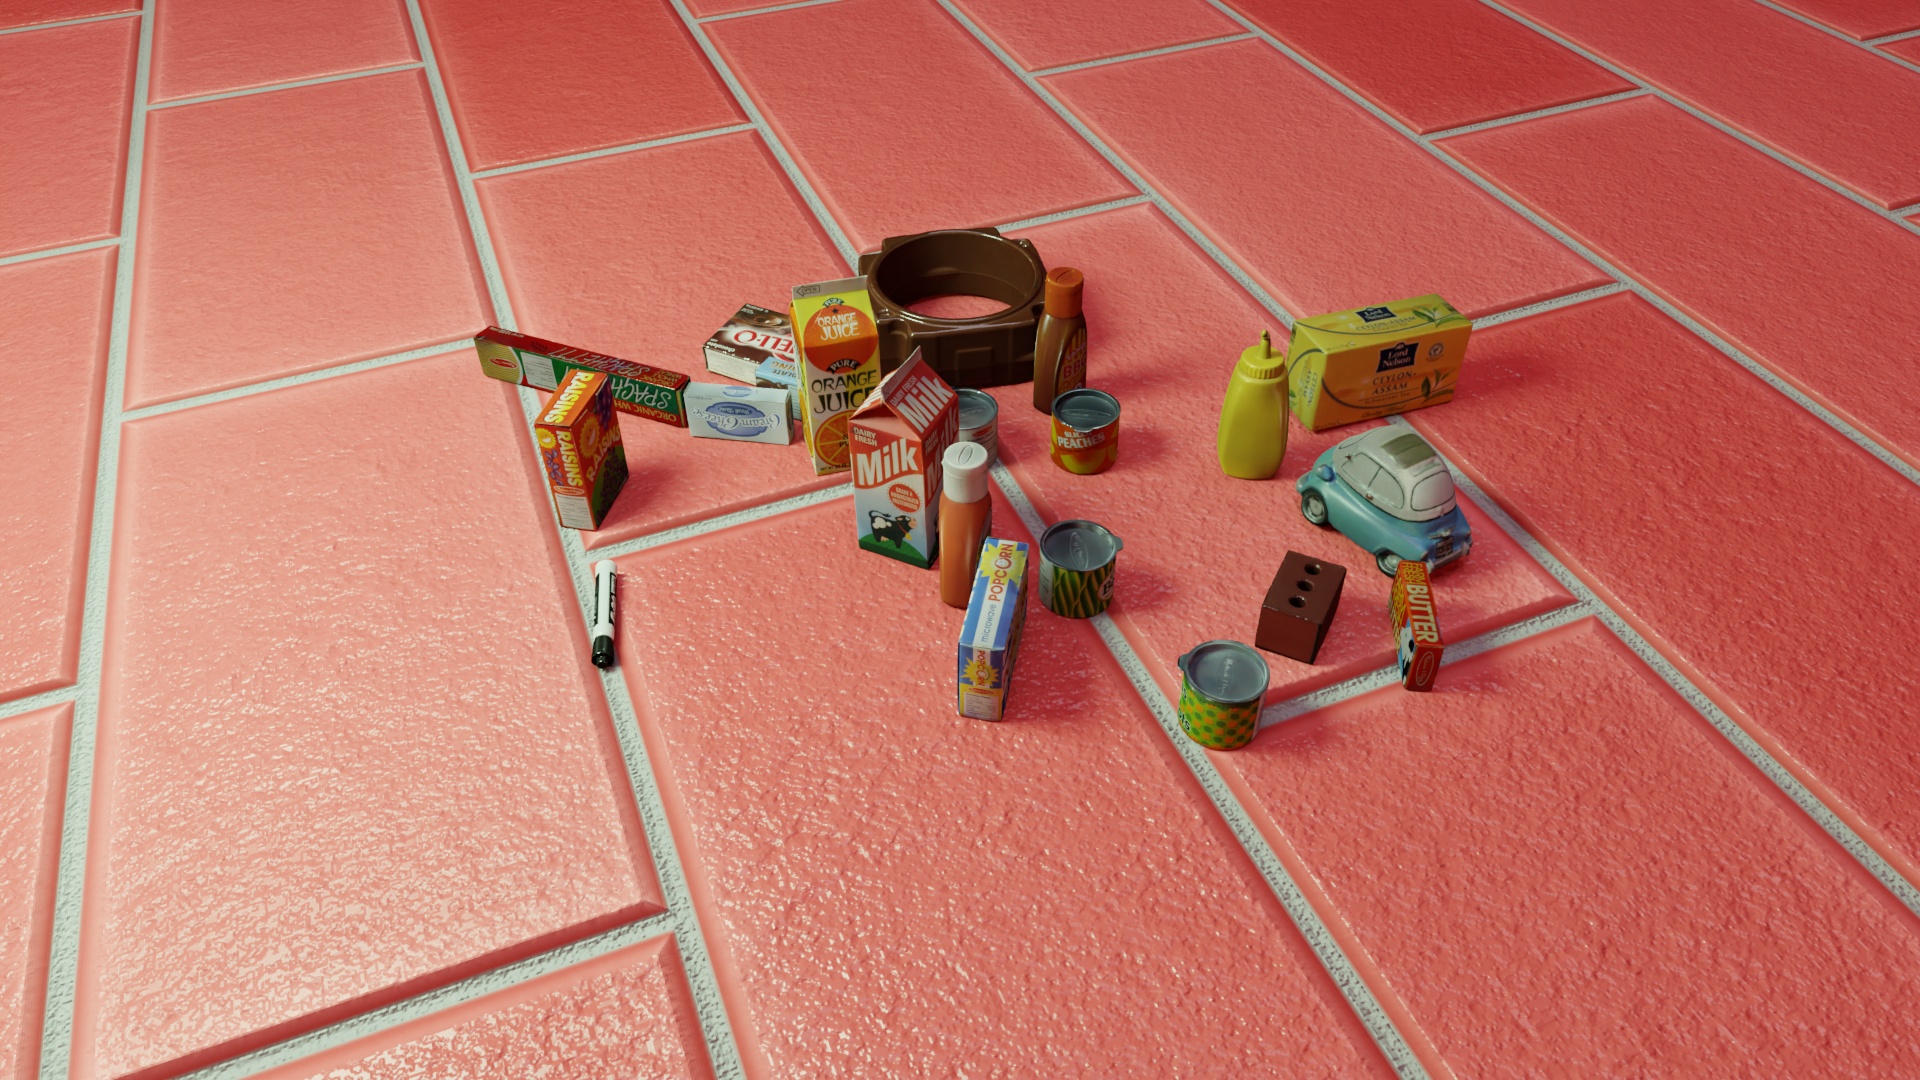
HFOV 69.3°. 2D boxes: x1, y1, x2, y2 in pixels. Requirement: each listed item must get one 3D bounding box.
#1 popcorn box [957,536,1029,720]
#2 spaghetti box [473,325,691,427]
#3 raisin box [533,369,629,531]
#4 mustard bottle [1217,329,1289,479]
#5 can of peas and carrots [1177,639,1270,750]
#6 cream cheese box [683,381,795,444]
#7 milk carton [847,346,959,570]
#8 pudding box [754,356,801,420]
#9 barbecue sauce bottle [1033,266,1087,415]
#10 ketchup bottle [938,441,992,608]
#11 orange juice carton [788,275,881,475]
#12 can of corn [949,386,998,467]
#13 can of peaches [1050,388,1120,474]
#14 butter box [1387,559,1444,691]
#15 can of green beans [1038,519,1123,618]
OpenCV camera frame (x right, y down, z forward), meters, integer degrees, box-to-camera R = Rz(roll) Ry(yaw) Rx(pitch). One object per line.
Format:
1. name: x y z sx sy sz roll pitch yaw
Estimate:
1. popcorn box: 0.027 0.071 1.123 0.038 0.084 0.127 7 42 9
2. spaghetti box: -0.386 -0.169 1.426 0.250 0.049 0.029 15 44 17
3. raisin box: -0.345 -0.082 1.273 0.040 0.122 0.086 8 42 9
4. mustard bottle: 0.277 -0.130 1.291 0.065 0.159 0.049 5 42 7
5. can of peas and carrots: 0.202 0.120 1.084 0.071 0.058 0.071 0 41 0
6. cream cheese box: -0.217 -0.125 1.373 0.104 0.053 0.024 5 42 7
7. milk carton: -0.047 -0.073 1.208 0.073 0.189 0.073 17 45 19
8. pudding box: -0.164 -0.150 1.402 0.084 0.049 0.030 17 44 19
9. barbecue sauce bottle: 0.101 -0.199 1.380 0.044 0.147 0.065 26 48 27
10. ketchup bottle: 0.004 -0.015 1.173 0.043 0.148 0.065 10 43 13
11. orange juice carton: -0.116 -0.162 1.308 0.072 0.191 0.073 -11 42 -11
12. can of corn: 0.002 -0.107 1.345 0.071 0.058 0.071 0 41 0
13. can of peaches: 0.119 -0.104 1.340 0.071 0.057 0.071 0 41 0
14. butter box: 0.374 0.069 1.145 0.024 0.052 0.104 4 42 5
15. can of green beans: 0.100 0.025 1.195 0.071 0.057 0.071 0 41 0
